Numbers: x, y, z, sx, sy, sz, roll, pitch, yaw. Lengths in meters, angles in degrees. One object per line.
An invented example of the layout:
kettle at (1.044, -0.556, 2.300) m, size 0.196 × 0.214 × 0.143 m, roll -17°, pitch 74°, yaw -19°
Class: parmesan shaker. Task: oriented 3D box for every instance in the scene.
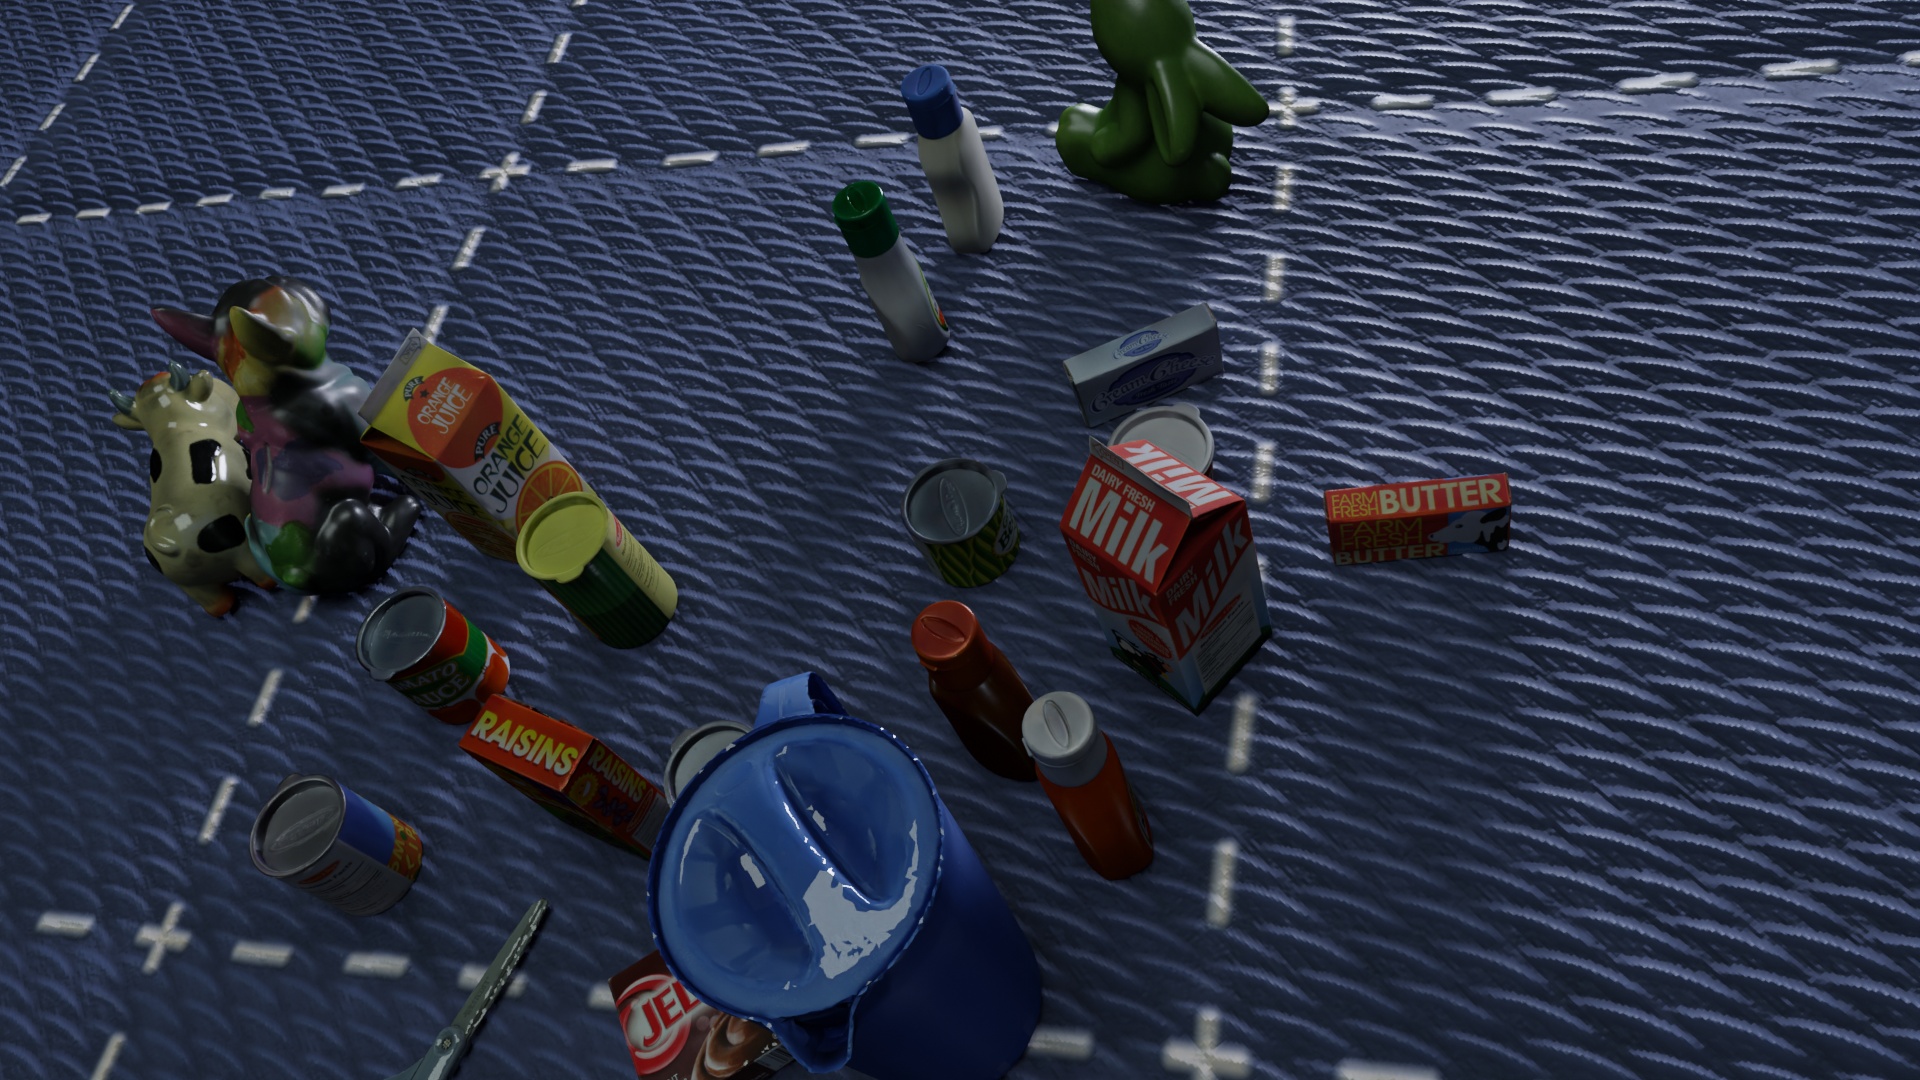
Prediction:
parmesan shaker at (-0.242, 0.025, 0.934) m, size 0.071 × 0.102 × 0.071 m, roll -9°, pitch 56°, yaw 13°

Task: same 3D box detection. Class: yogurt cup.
yogurt cup at (0.130, -0.043, 0.885) m, size 0.072 × 0.053 × 0.073 m, roll -9°, pitch 56°, yaw 13°

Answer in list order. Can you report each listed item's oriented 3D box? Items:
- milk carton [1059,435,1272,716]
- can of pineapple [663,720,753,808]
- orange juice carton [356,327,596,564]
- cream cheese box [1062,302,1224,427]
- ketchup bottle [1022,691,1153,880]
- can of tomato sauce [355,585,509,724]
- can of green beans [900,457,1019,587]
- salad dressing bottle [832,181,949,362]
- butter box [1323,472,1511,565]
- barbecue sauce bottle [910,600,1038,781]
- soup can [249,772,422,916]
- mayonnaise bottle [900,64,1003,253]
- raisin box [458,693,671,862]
milk carton at (0.114, 0.014, 0.769) m, size 0.073 × 0.189 × 0.072 m, roll -45°, pitch 56°, yaw -12°
can of pineapple at (-0.139, 0.150, 0.846) m, size 0.071 × 0.057 × 0.071 m, roll -9°, pitch 56°, yaw 13°
orange juice carton at (-0.342, -0.060, 0.967) m, size 0.073 × 0.192 × 0.072 m, roll 13°, pitch 63°, yaw 25°
cream cheese box at (0.125, -0.117, 0.935) m, size 0.104 × 0.053 × 0.024 m, roll -22°, pitch 54°, yaw 4°
ketchup bottle at (0.066, 0.128, 0.736) m, size 0.043 × 0.148 × 0.065 m, roll -26°, pitch 54°, yaw 2°
can of tomato sauce at (-0.358, 0.081, 0.948) m, size 0.071 × 0.082 × 0.071 m, roll -9°, pitch 56°, yaw 13°
can of green beans at (0.001, -0.011, 0.904) m, size 0.071 × 0.057 × 0.071 m, roll -9°, pitch 56°, yaw 13°
salad dressing bottle at (-0.049, -0.188, 0.981) m, size 0.044 × 0.147 × 0.064 m, roll -27°, pitch 54°, yaw 1°
butter box at (0.269, -0.012, 0.819) m, size 0.103 × 0.053 × 0.024 m, roll -5°, pitch 57°, yaw 15°
barbecue sauce bottle at (0.011, 0.085, 0.783) m, size 0.065 × 0.148 × 0.044 m, roll 26°, pitch 69°, yaw 30°
soup can at (-0.397, 0.194, 0.887) m, size 0.071 × 0.083 × 0.072 m, roll -9°, pitch 56°, yaw 13°
mayonnaise bottle at (-0.005, -0.282, 1.027) m, size 0.041 × 0.147 × 0.065 m, roll 2°, pitch 59°, yaw 20°
raisin box at (-0.231, 0.145, 0.839) m, size 0.086 × 0.123 × 0.040 m, roll 17°, pitch 65°, yaw 27°
